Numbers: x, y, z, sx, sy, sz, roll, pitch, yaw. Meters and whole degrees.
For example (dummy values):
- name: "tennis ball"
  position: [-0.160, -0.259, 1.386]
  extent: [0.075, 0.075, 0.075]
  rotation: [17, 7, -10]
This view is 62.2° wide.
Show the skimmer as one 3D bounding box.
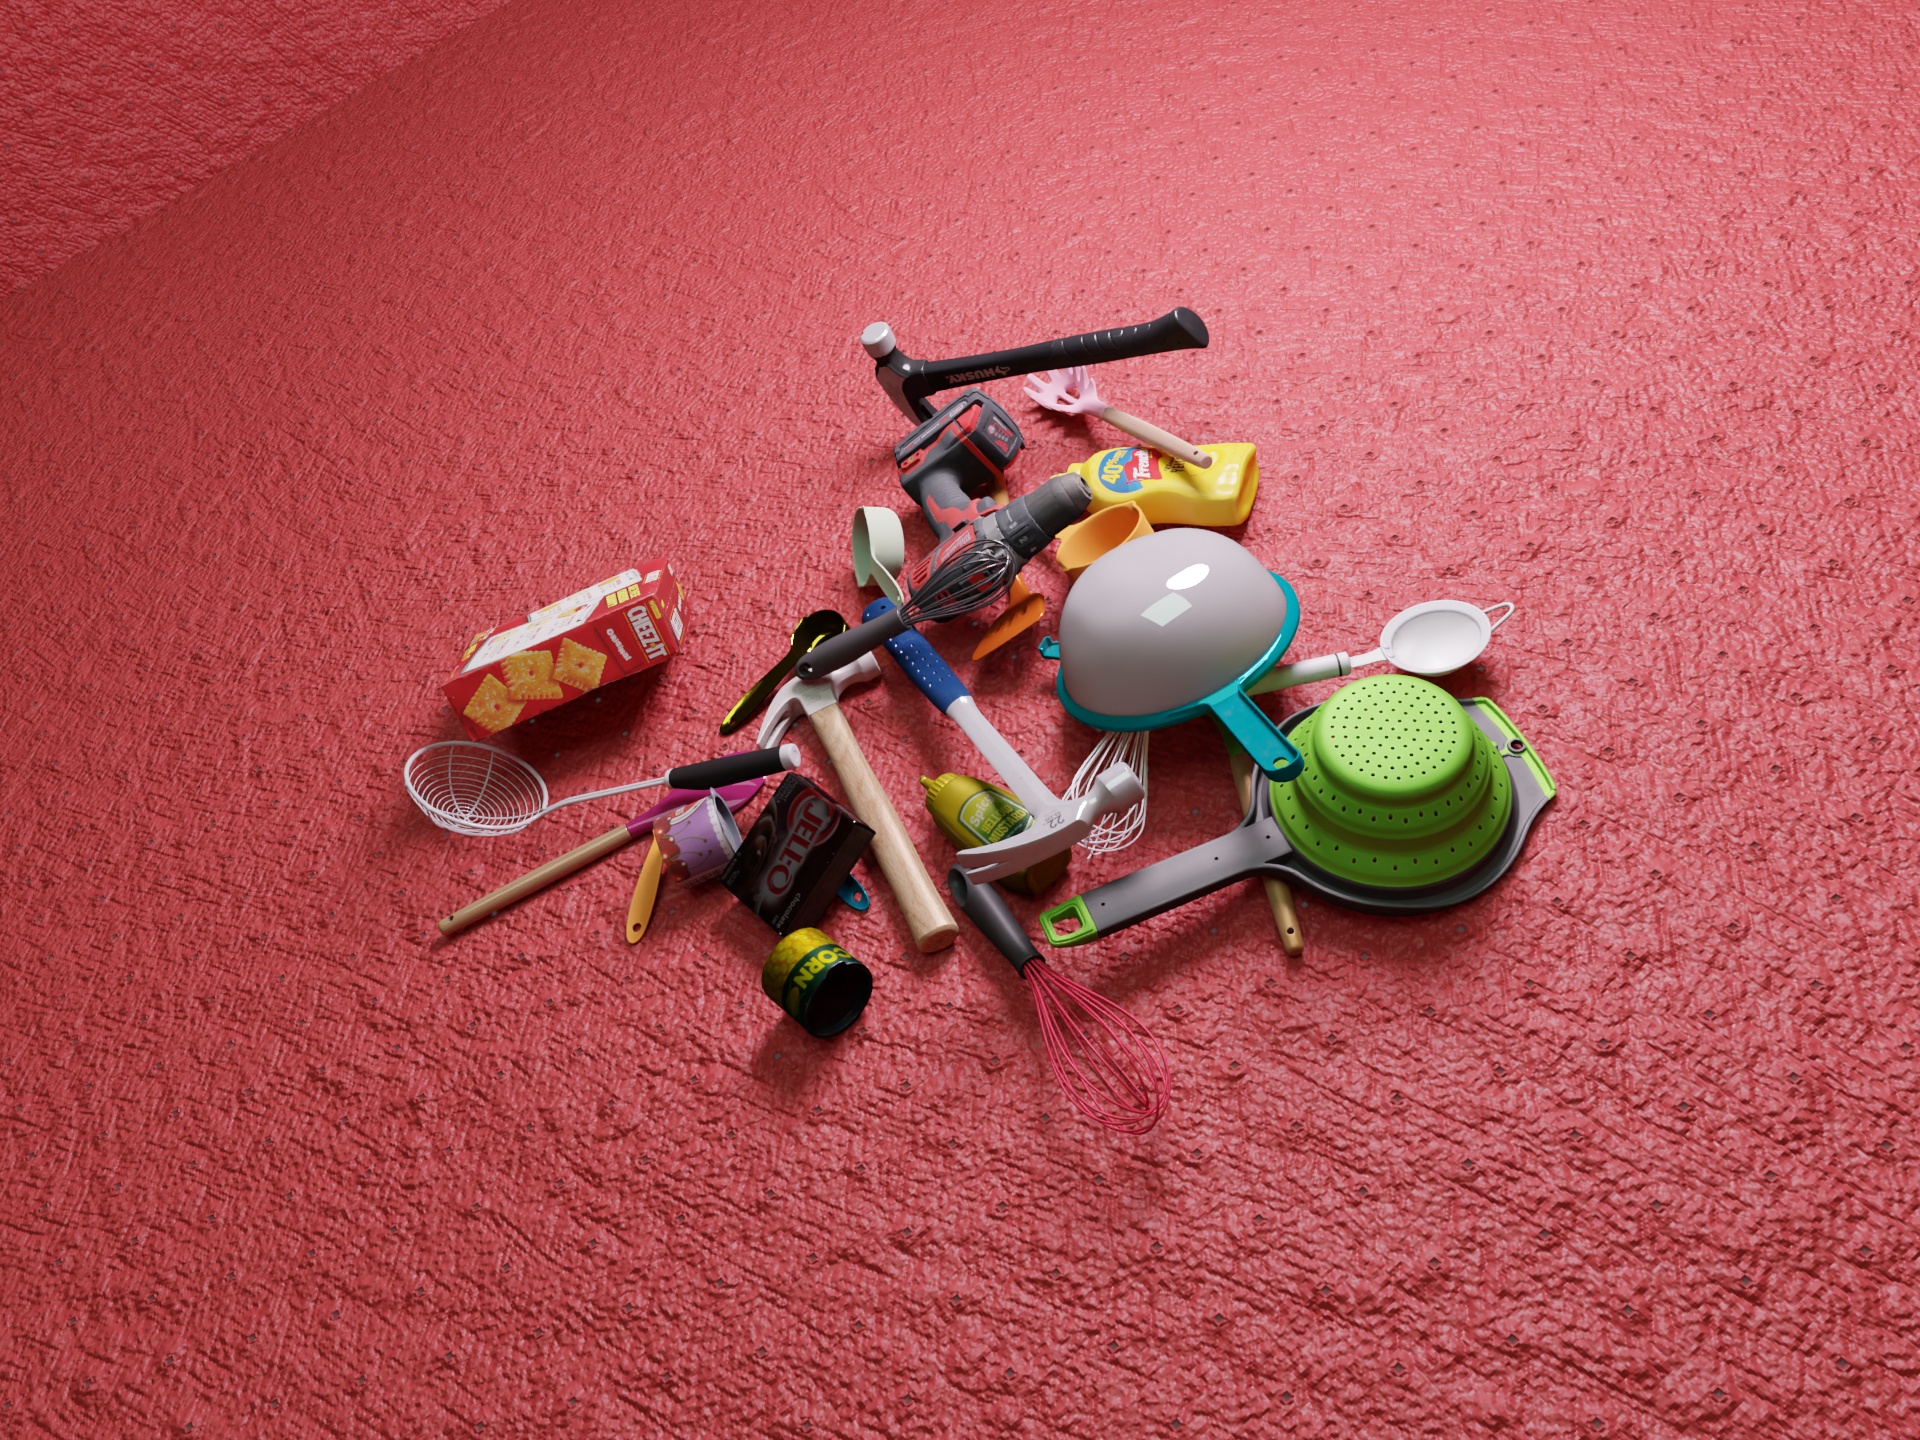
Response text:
- name: "skimmer"
  position: [-0.319, 0.037, 1.409]
  extent: [0.363, 0.090, 0.127]
  rotation: [-11, 21, 18]

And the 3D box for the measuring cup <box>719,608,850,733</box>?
- name: "measuring cup"
  position: [-0.162, -0.039, 1.484]
  extent: [0.156, 0.029, 0.062]
  rotation: [-45, 49, -3]

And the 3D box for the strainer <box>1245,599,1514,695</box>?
- name: "strainer"
  position: [0.315, -0.046, 1.277]
  extent: [0.258, 0.050, 0.087]
  rotation: [-12, 39, 5]

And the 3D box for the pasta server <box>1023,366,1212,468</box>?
- name: "pasta server"
  position: [0.150, -0.291, 1.519]
  extent: [0.060, 0.040, 0.316]
  rotation: [-45, 33, 0]

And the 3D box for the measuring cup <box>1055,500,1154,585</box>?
- name: "measuring cup"
  position: [0.115, -0.153, 1.461]
  extent: [0.095, 0.052, 0.174]
  rotation: [-46, 27, -16]

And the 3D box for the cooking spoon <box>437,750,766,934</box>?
- name: "cooking spoon"
  position: [-0.317, 0.111, 1.413]
  extent: [0.319, 0.017, 0.069]
  rotation: [-28, 48, -4]

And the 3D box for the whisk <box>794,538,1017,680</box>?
- name: "whisk"
  position: [-0.052, -0.092, 1.388]
  extent: [0.239, 0.055, 0.055]
  rotation: [-27, 44, 24]

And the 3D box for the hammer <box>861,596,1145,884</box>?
- name: "hammer"
  position: [-0.002, -0.004, 1.325]
  extent: [0.144, 0.035, 0.406]
  rotation: [-32, 36, -6]

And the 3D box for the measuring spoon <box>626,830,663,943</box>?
- name: "measuring spoon"
  position: [-0.267, 0.139, 1.371]
  extent: [0.021, 0.011, 0.117]
  rotation: [2, 61, 16]

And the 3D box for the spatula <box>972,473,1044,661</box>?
- name: "spatula"
  position: [0.038, -0.175, 1.505]
  extent: [0.081, 0.041, 0.323]
  rotation: [-33, 41, 25]

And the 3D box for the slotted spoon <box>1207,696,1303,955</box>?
- name: "slotted spoon"
  position: [0.228, 0.049, 1.254]
  extent: [0.070, 0.031, 0.314]
  rotation: [-13, 49, 6]

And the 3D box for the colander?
- name: "colander"
  position: [0.240, 0.064, 1.162]
  extent: [0.397, 0.094, 0.205]
  rotation: [-22, 51, -5]

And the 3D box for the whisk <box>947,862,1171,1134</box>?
- name: "whisk"
  position: [0.062, 0.194, 1.172]
  extent: [0.073, 0.073, 0.296]
  rotation: [-33, 42, -8]

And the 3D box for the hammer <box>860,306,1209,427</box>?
- name: "hammer"
  position: [0.077, -0.348, 1.544]
  extent: [0.335, 0.146, 0.035]
  rotation: [-4, 53, 26]

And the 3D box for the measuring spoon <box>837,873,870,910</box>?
- name: "measuring spoon"
  position: [-0.114, 0.119, 1.333]
  extent: [0.129, 0.021, 0.042]
  rotation: [41, 94, 31]

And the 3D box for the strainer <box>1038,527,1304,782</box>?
- name: "strainer"
  position: [0.175, -0.064, 1.235]
  extent: [0.211, 0.095, 0.341]
  rotation: [-29, 30, 1]

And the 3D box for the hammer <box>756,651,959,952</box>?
- name: "hammer"
  position: [-0.081, 0.068, 1.351]
  extent: [0.130, 0.031, 0.332]
  rotation: [-27, 47, -3]

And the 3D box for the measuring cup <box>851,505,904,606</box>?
- name: "measuring cup"
  position: [-0.064, -0.145, 1.483]
  extent: [0.038, 0.083, 0.168]
  rotation: [-5, 30, -18]

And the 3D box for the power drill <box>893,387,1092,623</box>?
- name: "power drill"
  position: [0.027, -0.211, 1.471]
  extent: [0.188, 0.080, 0.227]
  rotation: [-34, 39, 22]

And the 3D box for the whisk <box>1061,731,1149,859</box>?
- name: "whisk"
  position: [0.144, -0.001, 1.313]
  extent: [0.070, 0.070, 0.285]
  rotation: [5, 48, 24]
